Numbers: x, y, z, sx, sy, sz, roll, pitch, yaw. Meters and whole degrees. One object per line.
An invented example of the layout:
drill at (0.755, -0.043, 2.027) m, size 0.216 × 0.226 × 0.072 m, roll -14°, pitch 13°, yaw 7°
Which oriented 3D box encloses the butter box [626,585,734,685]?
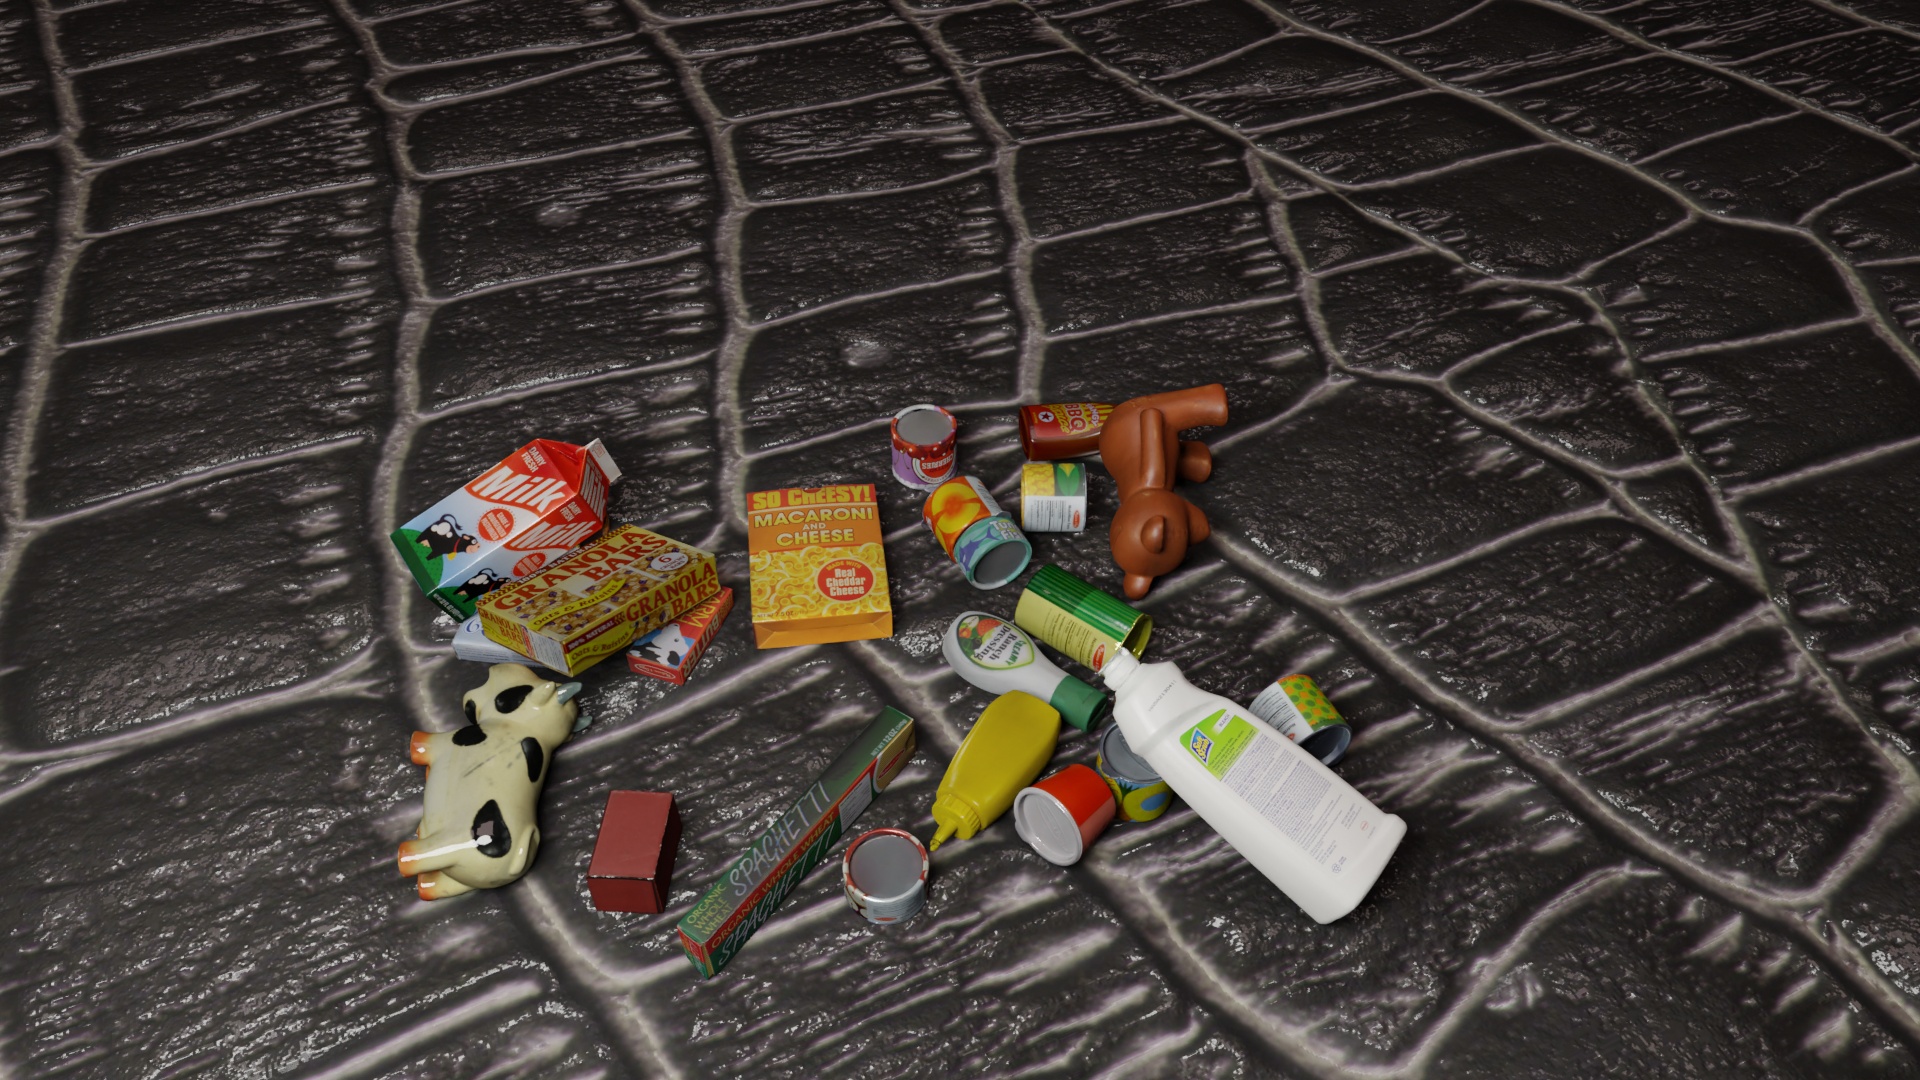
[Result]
butter box at (-0.247, 0.078, 1.231) m, size 0.053 × 0.024 × 0.104 m, roll 15°, pitch 47°, yaw 14°

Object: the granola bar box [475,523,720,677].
granola bar box at (-0.310, 0.048, 1.199) m, size 0.124 × 0.039 × 0.166 m, roll 16°, pitch 35°, yaw 36°

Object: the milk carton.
milk carton at (-0.386, -0.020, 1.213) m, size 0.191 × 0.072 × 0.073 m, roll -35°, pitch 68°, yaw -11°

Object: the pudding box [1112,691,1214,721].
pudding box at (0.171, 0.152, 1.163) m, size 0.084 × 0.030 × 0.050 m, roll 3°, pitch 45°, yaw 1°

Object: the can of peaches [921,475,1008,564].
can of peaches at (0.005, -0.016, 1.301) m, size 0.071 × 0.070 × 0.058 m, roll -20°, pitch 50°, yaw -19°

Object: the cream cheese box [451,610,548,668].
cream cheese box at (-0.388, 0.083, 1.223) m, size 0.104 × 0.024 × 0.054 m, roll 6°, pitch 45°, yaw 5°

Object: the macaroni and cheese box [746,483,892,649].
macaroni and cheese box at (-0.131, 0.020, 1.279) m, size 0.124 × 0.040 × 0.167 m, roll -5°, pitch 46°, yaw -7°

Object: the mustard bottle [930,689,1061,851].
mustard bottle at (0.019, 0.190, 1.110) m, size 0.065 × 0.048 × 0.161 m, roll 26°, pitch 51°, yaw 23°

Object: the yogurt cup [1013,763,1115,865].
yogurt cup at (0.084, 0.211, 1.082) m, size 0.072 × 0.072 × 0.054 m, roll 36°, pitch 47°, yaw 29°

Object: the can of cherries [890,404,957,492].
can of cherries at (-0.034, -0.092, 1.377) m, size 0.071 × 0.058 × 0.072 m, roll 0°, pitch 45°, yaw 0°

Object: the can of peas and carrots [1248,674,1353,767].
can of peas and carrots at (0.279, 0.153, 1.141) m, size 0.071 × 0.070 × 0.059 m, roll -17°, pitch 48°, yaw -17°

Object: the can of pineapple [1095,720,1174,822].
can of pineapple at (0.140, 0.184, 1.112) m, size 0.071 × 0.057 × 0.071 m, roll 0°, pitch 45°, yaw 0°

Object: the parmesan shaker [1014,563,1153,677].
parmesan shaker at (0.108, 0.069, 1.214) m, size 0.103 × 0.071 × 0.071 m, roll 30°, pitch 52°, yaw 25°

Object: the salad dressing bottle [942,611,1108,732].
salad dressing bottle at (0.055, 0.113, 1.189) m, size 0.148 × 0.043 × 0.064 m, roll 28°, pitch 53°, yaw 24°

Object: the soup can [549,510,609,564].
soup can at (-0.376, -0.011, 1.285) m, size 0.084 × 0.071 × 0.072 m, roll 11°, pitch 47°, yaw 9°

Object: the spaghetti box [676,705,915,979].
spaghetti box at (-0.120, 0.227, 1.071) m, size 0.029 × 0.049 × 0.251 m, roll 26°, pitch 51°, yaw 25°

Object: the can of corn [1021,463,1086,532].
can of corn at (0.088, -0.042, 1.327) m, size 0.058 × 0.070 × 0.071 m, roll 0°, pitch 46°, yaw -1°

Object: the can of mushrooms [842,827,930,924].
can of mushrooms at (-0.057, 0.253, 1.058) m, size 0.071 × 0.033 × 0.071 m, roll 0°, pitch 46°, yaw 0°

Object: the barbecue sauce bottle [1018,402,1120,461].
barbecue sauce bottle at (0.137, -0.115, 1.413) m, size 0.149 × 0.043 × 0.065 m, roll -5°, pitch 45°, yaw -7°

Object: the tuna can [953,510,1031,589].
tuna can at (0.031, 0.010, 1.271) m, size 0.071 × 0.070 × 0.033 m, roll -20°, pitch 51°, yaw -19°
